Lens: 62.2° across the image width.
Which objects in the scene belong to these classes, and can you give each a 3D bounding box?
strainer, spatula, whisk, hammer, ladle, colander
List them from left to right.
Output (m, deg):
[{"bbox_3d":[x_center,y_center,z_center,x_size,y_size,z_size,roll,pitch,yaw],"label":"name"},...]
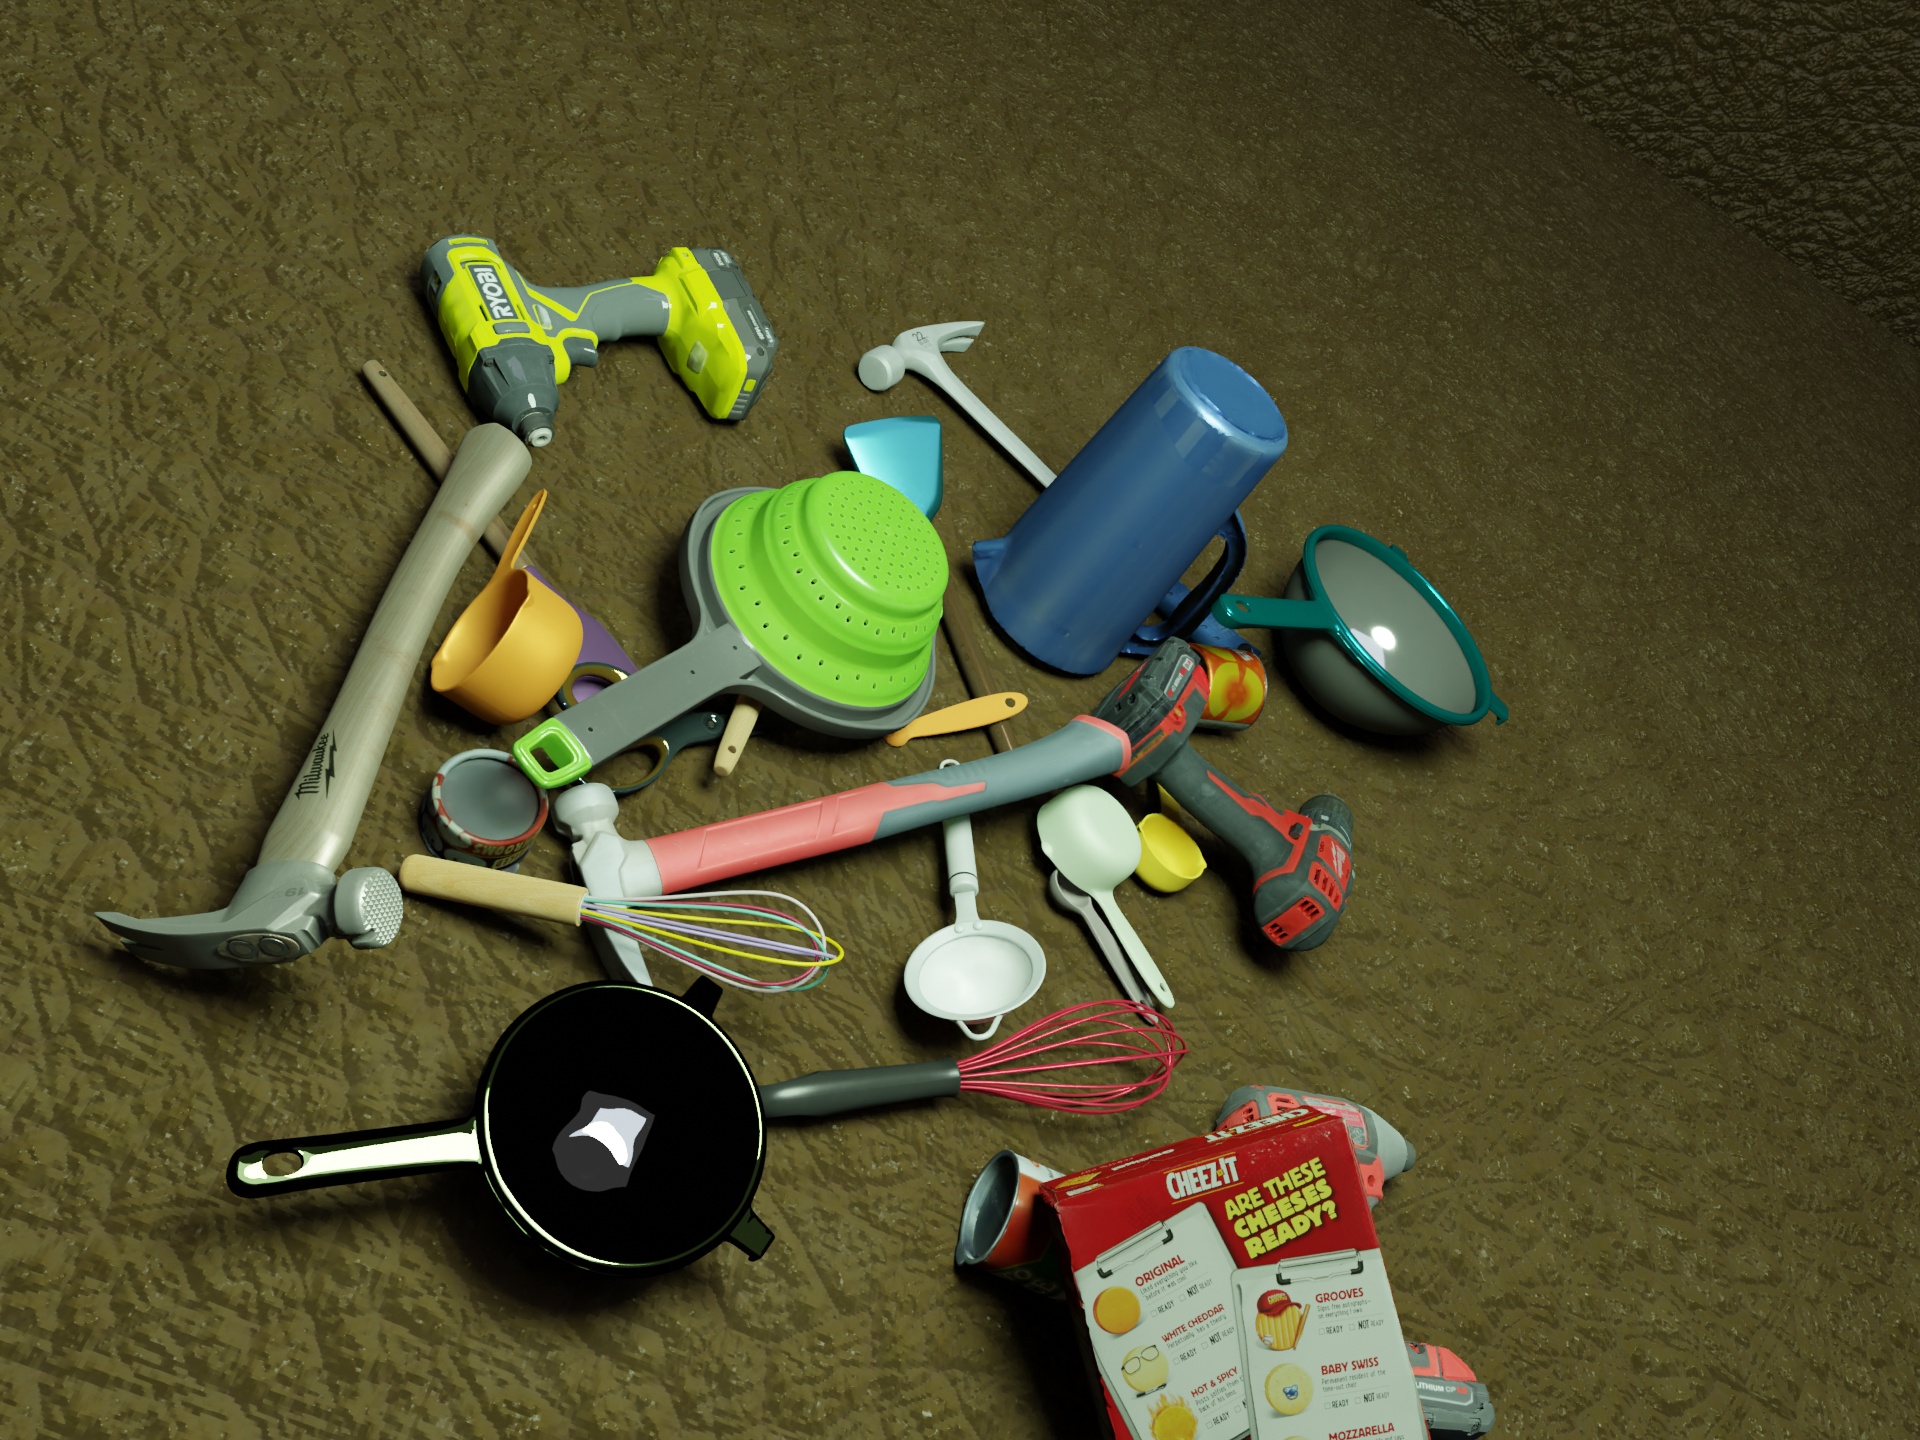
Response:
[{"bbox_3d":[-0.329,-0.036,0.892,0.146,0.038,0.411,-6,44,11],"label":"hammer"},{"bbox_3d":[-0.298,-0.114,1.028,0.060,0.018,0.316,-27,75,-46],"label":"spatula"},{"bbox_3d":[-0.223,0.213,0.780,0.256,0.069,0.152,1,58,-33],"label":"strainer"},{"bbox_3d":[-0.184,0.107,0.869,0.245,0.051,0.047,11,41,1],"label":"whisk"},{"bbox_3d":[-0.116,-0.066,0.992,0.204,0.094,0.397,50,39,2],"label":"colander"},{"bbox_3d":[-0.121,-0.075,1.097,0.069,0.031,0.316,30,42,-15],"label":"ladle"},{"bbox_3d":[-0.047,0.070,0.995,0.386,0.038,0.143,-13,65,-30],"label":"hammer"},{"bbox_3d":[-0.006,-0.090,1.188,0.082,0.044,0.318,-11,64,-22],"label":"spatula"},{"bbox_3d":[0.004,0.114,1.020,0.087,0.050,0.259,-8,42,1],"label":"strainer"},{"bbox_3d":[0.012,0.211,0.950,0.295,0.073,0.073,0,57,-28],"label":"whisk"},{"bbox_3d":[0.097,-0.187,1.342,0.405,0.035,0.144,45,44,5],"label":"hammer"},{"bbox_3d":[0.299,-0.060,1.319,0.340,0.095,0.211,0,54,-42],"label":"strainer"}]

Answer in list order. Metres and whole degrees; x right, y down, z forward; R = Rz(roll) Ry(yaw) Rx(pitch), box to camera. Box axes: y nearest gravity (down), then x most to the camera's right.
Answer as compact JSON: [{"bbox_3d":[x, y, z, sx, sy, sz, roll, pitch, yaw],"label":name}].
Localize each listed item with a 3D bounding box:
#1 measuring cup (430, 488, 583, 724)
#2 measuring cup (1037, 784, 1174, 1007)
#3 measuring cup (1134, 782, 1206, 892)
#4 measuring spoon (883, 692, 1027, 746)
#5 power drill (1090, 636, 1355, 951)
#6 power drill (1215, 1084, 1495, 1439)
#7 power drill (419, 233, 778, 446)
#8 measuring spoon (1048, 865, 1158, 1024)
[{"bbox_3d":[-0.261,-0.071,0.968,0.052,0.095,0.174,41,38,-31],"label":"measuring cup"},{"bbox_3d":[0.113,0.116,1.091,0.083,0.038,0.168,3,51,-53],"label":"measuring cup"},{"bbox_3d":[0.147,0.068,1.186,0.062,0.029,0.157,31,32,-18],"label":"measuring cup"},{"bbox_3d":[-0.002,-0.004,1.126,0.117,0.011,0.021,-14,70,-26],"label":"measuring spoon"},{"bbox_3d":[0.205,0.048,1.177,0.226,0.080,0.188,45,30,-2],"label":"power drill"},{"bbox_3d":[0.245,0.339,0.995,0.143,0.078,0.220,15,46,-24],"label":"power drill"},{"bbox_3d":[-0.254,-0.272,1.146,0.223,0.080,0.171,-13,63,-36],"label":"power drill"},{"bbox_3d":[0.095,0.156,1.084,0.124,0.018,0.034,58,30,9],"label":"measuring spoon"}]
